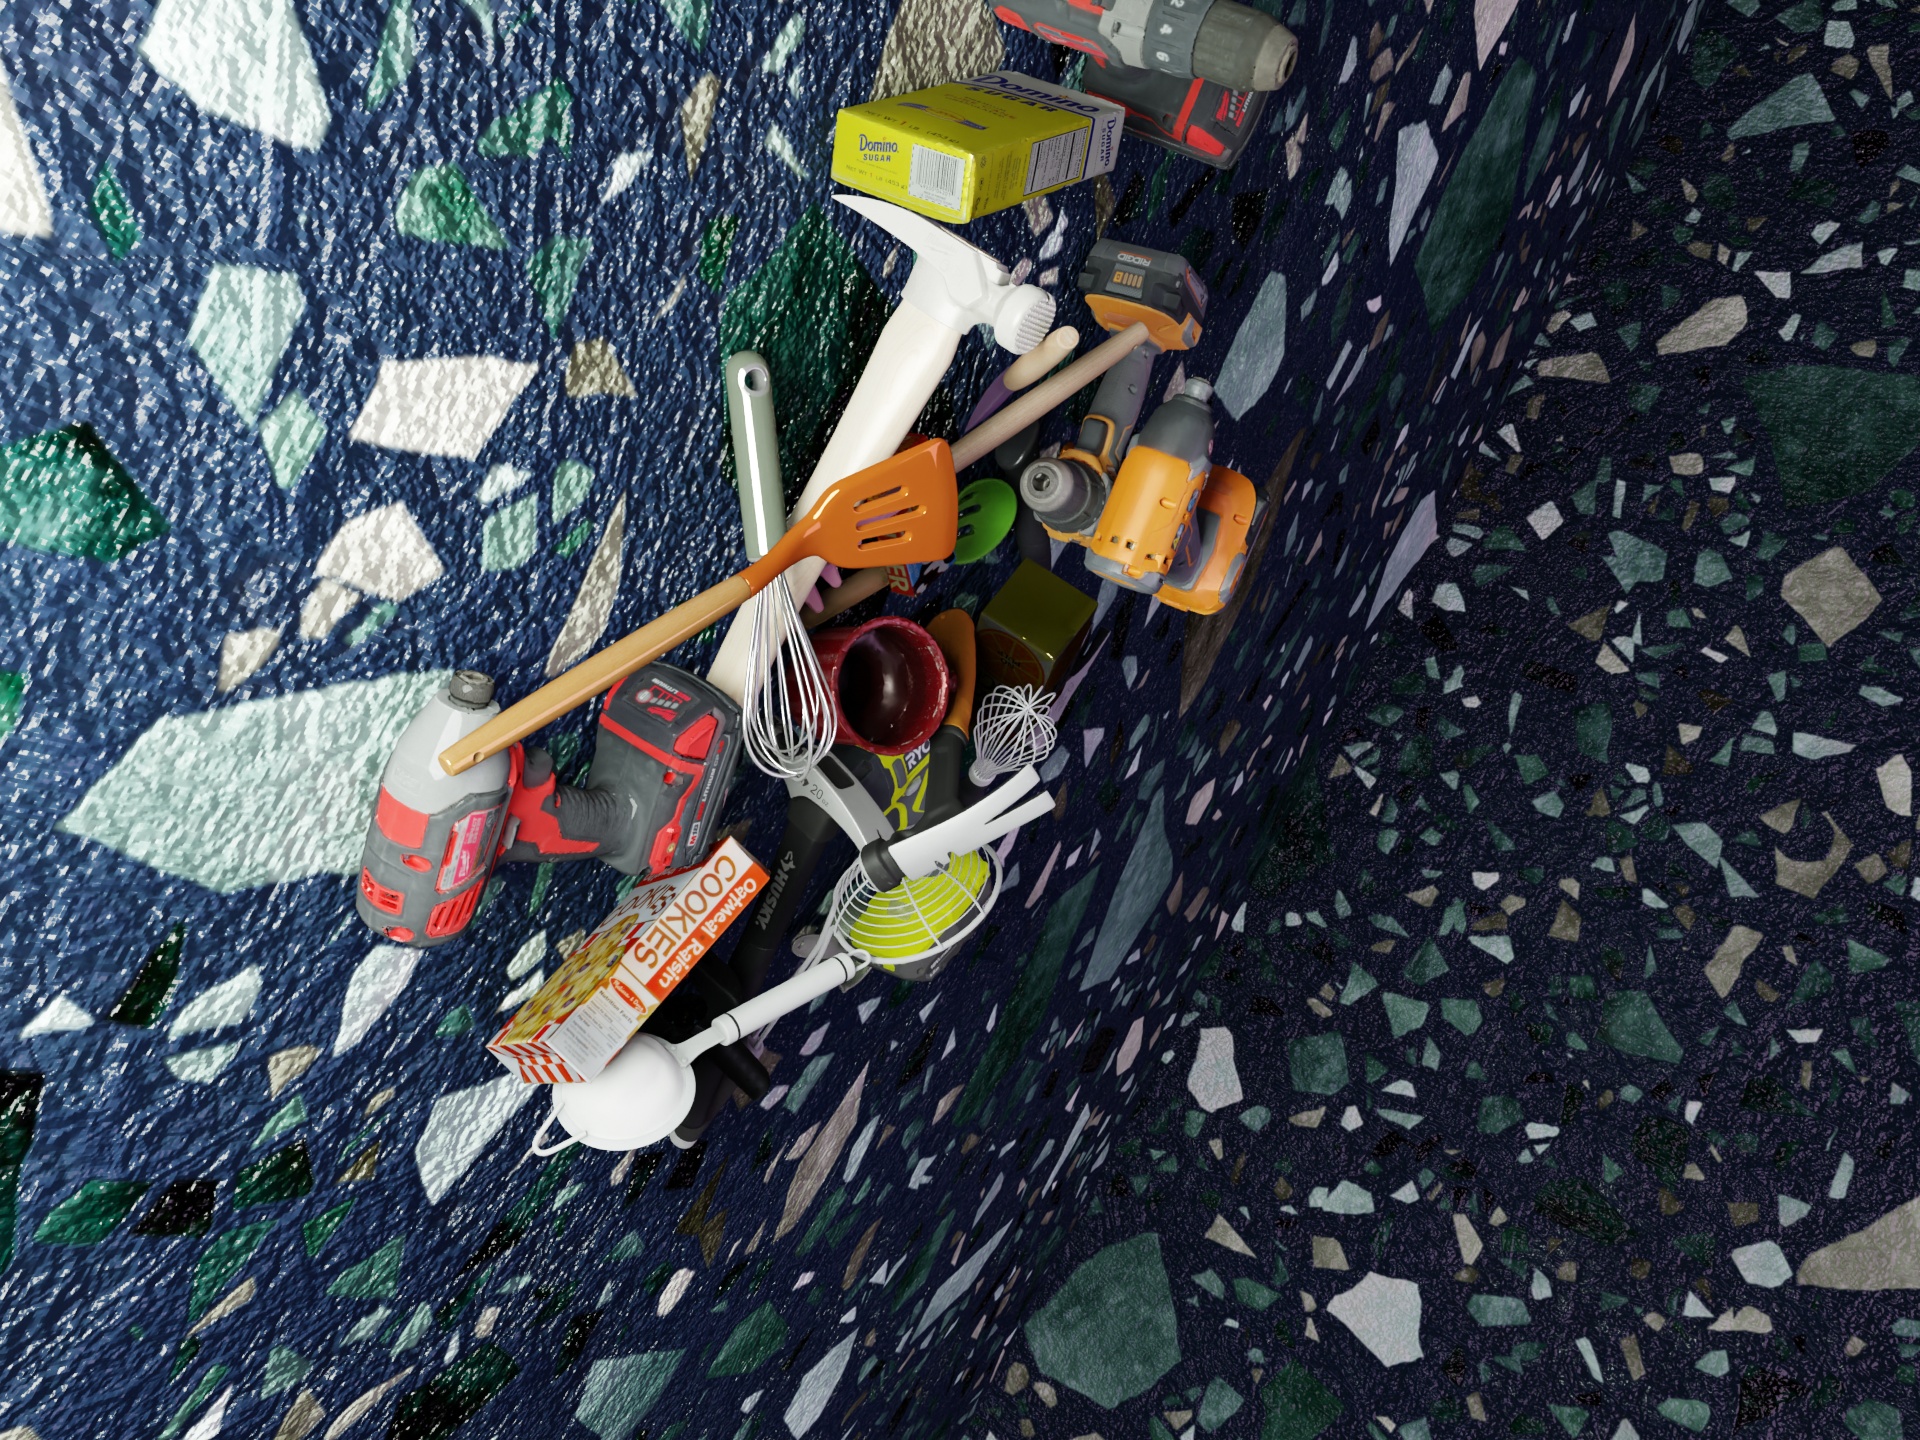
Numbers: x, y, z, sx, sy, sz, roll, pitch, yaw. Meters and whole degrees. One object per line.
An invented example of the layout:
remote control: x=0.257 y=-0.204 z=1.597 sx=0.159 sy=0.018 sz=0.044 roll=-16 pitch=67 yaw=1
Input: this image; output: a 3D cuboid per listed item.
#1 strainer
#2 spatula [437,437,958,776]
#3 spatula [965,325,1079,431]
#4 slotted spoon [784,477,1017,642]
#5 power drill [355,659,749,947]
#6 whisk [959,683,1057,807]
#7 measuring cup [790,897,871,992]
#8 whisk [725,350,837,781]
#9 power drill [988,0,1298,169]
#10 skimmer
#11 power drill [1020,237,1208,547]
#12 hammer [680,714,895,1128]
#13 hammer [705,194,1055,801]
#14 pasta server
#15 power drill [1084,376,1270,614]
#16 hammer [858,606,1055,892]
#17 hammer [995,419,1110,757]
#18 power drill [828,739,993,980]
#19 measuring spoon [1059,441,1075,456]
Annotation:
strainer: x=-0.157 y=0.198 z=1.012 sx=0.258 sy=0.087 sz=0.050 roll=-23 pitch=140 yaw=-39
spatula: x=-0.126 y=-0.056 z=0.828 sx=0.322 sy=0.041 sz=0.081 roll=-36 pitch=141 yaw=-32
spatula: x=0.037 y=-0.220 z=1.017 sx=0.060 sy=0.018 sz=0.316 roll=-54 pitch=-171 yaw=-1
slotted spoon: x=-0.058 y=-0.105 z=1.127 sx=0.314 sy=0.031 sz=0.070 roll=-36 pitch=142 yaw=-45
power drill: x=-0.219 y=0.032 z=0.863 sx=0.219 sy=0.079 sz=0.143 roll=-13 pitch=127 yaw=-59
whisk: x=0.025 y=0.035 z=1.348 sx=0.070 sy=0.070 sz=0.284 roll=-53 pitch=178 yaw=-22
measuring cup: x=-0.112 y=0.182 z=1.324 sx=0.083 sy=0.038 sz=0.167 roll=-63 pitch=156 yaw=1
whisk: x=-0.108 y=-0.085 z=0.905 sx=0.057 sy=0.059 sz=0.246 roll=-10 pitch=100 yaw=-27
power drill: x=0.135 y=-0.415 z=0.991 sx=0.080 sy=0.188 sz=0.226 roll=-67 pitch=162 yaw=14
skimmer: x=-0.102 y=0.216 z=1.197 sx=0.363 sy=0.090 sz=0.127 roll=-54 pitch=-155 yaw=27
power drill: x=0.111 y=-0.247 z=1.222 sx=0.185 sy=0.084 sz=0.226 roll=0 pitch=108 yaw=-70
hammer: x=-0.144 y=0.170 z=1.141 sx=0.035 sy=0.146 sz=0.334 roll=-16 pitch=138 yaw=-52
hammer: x=-0.102 y=-0.105 z=0.952 sx=0.410 sy=0.146 sz=0.038 roll=-59 pitch=159 yaw=19
pasta server: x=-0.003 y=-0.160 z=1.030 sx=0.316 sy=0.040 sz=0.060 roll=-35 pitch=172 yaw=-5
power drill: x=0.180 y=-0.172 z=1.263 sx=0.164 sy=0.084 sz=0.226 roll=-68 pitch=158 yaw=5
hammer: x=-0.002 y=-0.004 z=1.122 sx=0.034 sy=0.127 sz=0.337 roll=56 pitch=15 yaw=-23
hammer: x=0.073 y=-0.123 z=1.388 sx=0.149 sy=0.036 sz=0.408 roll=-55 pitch=157 yaw=-22
power drill: x=-0.050 y=0.093 z=1.268 sx=0.171 sy=0.080 sz=0.223 roll=-46 pitch=138 yaw=-38
measuring spoon: x=0.100 y=-0.203 z=1.384 sx=0.021 sy=0.011 sz=0.116 roll=-56 pitch=157 yaw=-17
